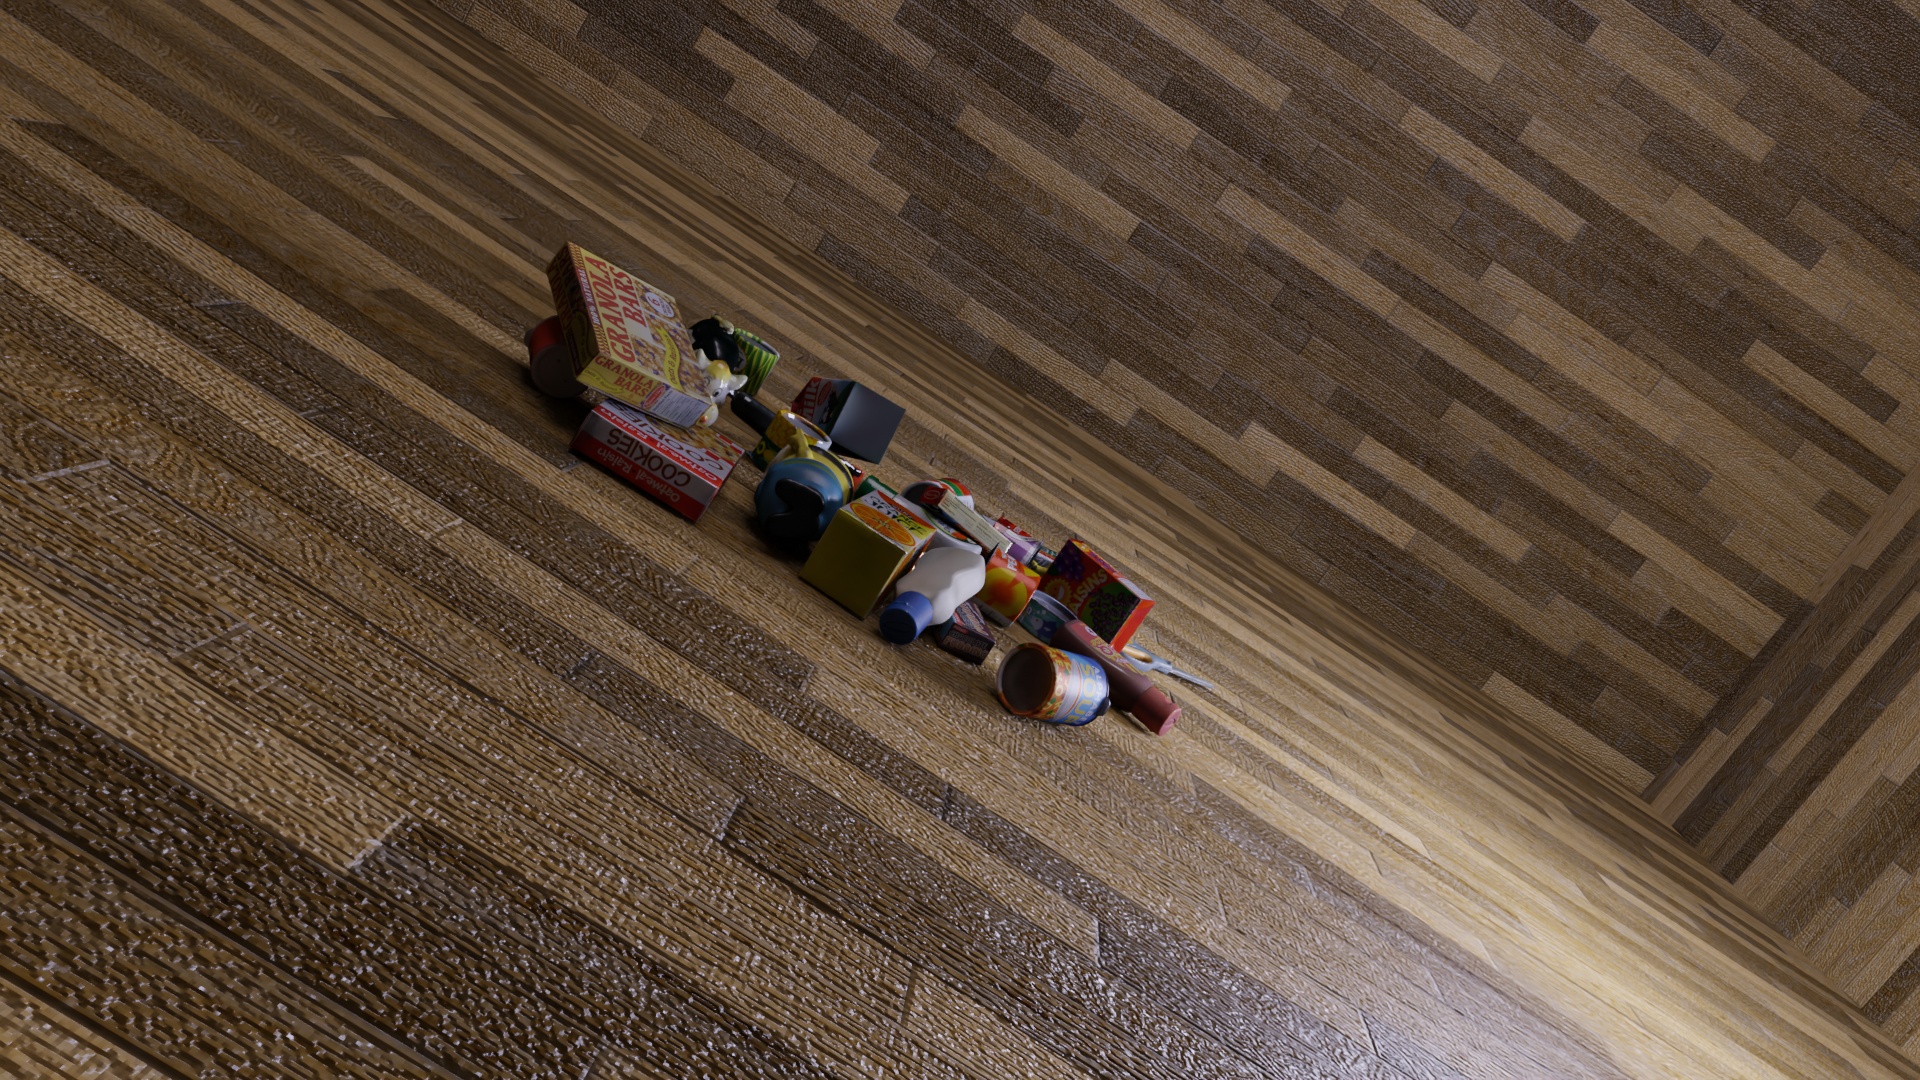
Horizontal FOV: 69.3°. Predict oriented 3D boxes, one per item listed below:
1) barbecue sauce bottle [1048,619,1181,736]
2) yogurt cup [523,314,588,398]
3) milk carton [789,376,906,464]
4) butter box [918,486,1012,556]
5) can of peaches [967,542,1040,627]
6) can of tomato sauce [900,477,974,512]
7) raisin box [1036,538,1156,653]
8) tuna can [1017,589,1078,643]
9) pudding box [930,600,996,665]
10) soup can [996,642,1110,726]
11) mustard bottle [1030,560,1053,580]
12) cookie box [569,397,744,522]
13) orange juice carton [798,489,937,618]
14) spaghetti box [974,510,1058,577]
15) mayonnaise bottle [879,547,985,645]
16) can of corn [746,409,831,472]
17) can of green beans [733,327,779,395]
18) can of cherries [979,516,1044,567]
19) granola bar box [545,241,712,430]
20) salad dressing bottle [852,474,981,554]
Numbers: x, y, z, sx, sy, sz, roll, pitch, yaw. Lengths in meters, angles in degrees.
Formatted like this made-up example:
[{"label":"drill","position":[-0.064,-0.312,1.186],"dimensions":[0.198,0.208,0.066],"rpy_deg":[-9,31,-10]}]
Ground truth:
[{"label":"barbecue sauce bottle","position":[0.161,0.143,1.441],"dimensions":[0.149,0.043,0.065],"rpy_deg":[40,13,26]},{"label":"yogurt cup","position":[-0.358,-0.163,1.254],"dimensions":[0.072,0.072,0.054],"rpy_deg":[28,22,-24]},{"label":"milk carton","position":[-0.142,-0.143,1.627],"dimensions":[0.072,0.073,0.190],"rpy_deg":[28,-4,-25]},{"label":"butter box","position":[0.005,-0.019,1.522],"dimensions":[0.103,0.024,0.053],"rpy_deg":[39,-11,-23]},{"label":"can of peaches","position":[0.044,0.047,1.445],"dimensions":[0.058,0.071,0.071],"rpy_deg":[34,12,-3]},{"label":"can of tomato sauce","position":[-0.030,-0.038,1.593],"dimensions":[0.071,0.071,0.083],"rpy_deg":[36,13,13]},{"label":"raisin box","position":[0.152,0.067,1.603],"dimensions":[0.124,0.086,0.040],"rpy_deg":[42,16,32]},{"label":"tuna can","position":[0.092,0.084,1.513],"dimensions":[0.071,0.032,0.071],"rpy_deg":[32,12,-8]},{"label":"pudding box","position":[-0.003,0.079,1.303],"dimensions":[0.049,0.030,0.084],"rpy_deg":[28,14,-22]},{"label":"soup can","position":[0.084,0.130,1.241],"dimensions":[0.084,0.071,0.071],"rpy_deg":[18,20,-49]},{"label":"mustard bottle","position":[0.147,0.063,1.691],"dimensions":[0.160,0.048,0.065],"rpy_deg":[28,11,-20]},{"label":"cookie box","position":[-0.264,-0.080,1.229],"dimensions":[0.123,0.040,0.168],"rpy_deg":[32,12,-9]},{"label":"orange juice carton","position":[-0.078,0.006,1.288],"dimensions":[0.072,0.073,0.193],"rpy_deg":[33,12,3]},{"label":"spaghetti box","position":[0.077,0.013,1.749],"dimensions":[0.250,0.028,0.050],"rpy_deg":[27,14,-27]},{"label":"mayonnaise bottle","position":[-0.028,0.049,1.251],"dimensions":[0.065,0.041,0.149],"rpy_deg":[7,22,19]},{"label":"can of corn","position":[-0.180,-0.098,1.457],"dimensions":[0.071,0.058,0.071],"rpy_deg":[32,12,-8]},{"label":"can of green beans","position":[-0.264,-0.219,1.702],"dimensions":[0.071,0.057,0.071],"rpy_deg":[32,13,-8]},{"label":"can of cherries","position":[0.054,0.012,1.598],"dimensions":[0.058,0.071,0.071],"rpy_deg":[35,12,6]},{"label":"granola bar box","position":[-0.300,-0.184,1.251],"dimensions":[0.124,0.039,0.166],"rpy_deg":[25,28,-43]},{"label":"salad dressing bottle","position":[-0.048,-0.016,1.510],"dimensions":[0.148,0.044,0.064],"rpy_deg":[35,6,6]}]
